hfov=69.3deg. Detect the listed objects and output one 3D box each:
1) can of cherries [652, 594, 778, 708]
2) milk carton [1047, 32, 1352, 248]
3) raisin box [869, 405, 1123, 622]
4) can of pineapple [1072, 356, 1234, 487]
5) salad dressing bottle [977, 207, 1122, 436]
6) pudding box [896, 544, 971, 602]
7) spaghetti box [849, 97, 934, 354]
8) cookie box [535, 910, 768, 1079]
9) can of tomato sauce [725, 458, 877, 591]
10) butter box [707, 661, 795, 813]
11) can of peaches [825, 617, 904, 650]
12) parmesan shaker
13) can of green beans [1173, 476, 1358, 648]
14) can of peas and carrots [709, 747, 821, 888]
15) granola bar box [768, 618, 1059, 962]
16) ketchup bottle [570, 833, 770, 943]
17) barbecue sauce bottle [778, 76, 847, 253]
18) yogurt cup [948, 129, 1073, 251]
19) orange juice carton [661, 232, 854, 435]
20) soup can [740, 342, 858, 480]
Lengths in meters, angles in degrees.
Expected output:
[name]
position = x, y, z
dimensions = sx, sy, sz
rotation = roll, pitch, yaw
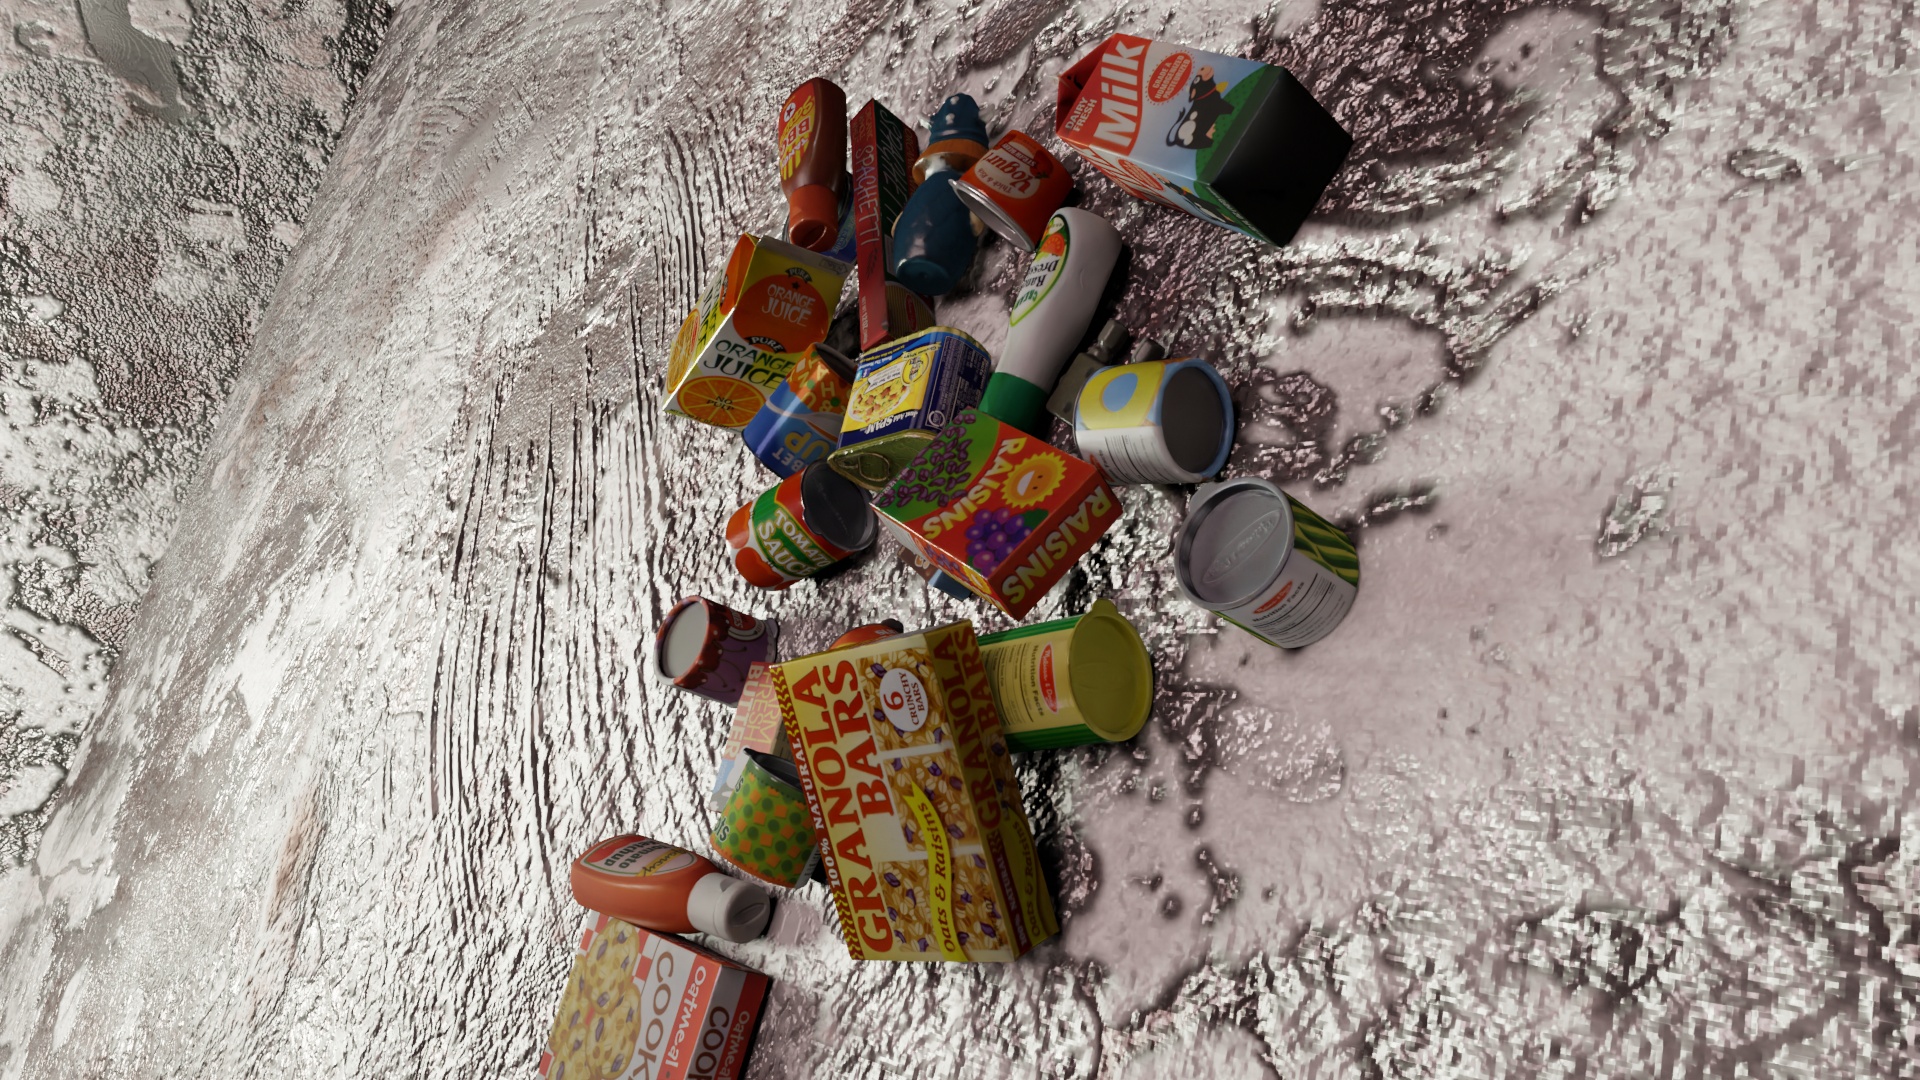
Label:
[can of cherries]
position = -0.170, 0.075, 0.962
dimensions = 0.071, 0.058, 0.072
rotation = -26, 51, 37
[milk carton]
position = 0.125, -0.239, 0.809
dimensions = 0.073, 0.072, 0.191
rotation = -58, 38, 6
[raisin box]
position = 0.018, -0.017, 0.762
dimensions = 0.086, 0.040, 0.123
rotation = -45, 38, -11
[can of pineapple]
position = 0.103, -0.064, 0.735
dimensions = 0.058, 0.071, 0.071
rotation = 0, 69, 48
[salad dressing bottle]
position = 0.051, -0.128, 0.846
dimensions = 0.064, 0.044, 0.148
rotation = 8, 74, 67
[pudding box]
position = 0.003, -0.011, 0.843
dimensions = 0.083, 0.030, 0.050
rotation = -58, 40, 6
[spaghetti box]
position = -0.050, -0.225, 1.013
dimensions = 0.028, 0.050, 0.251
rotation = -31, 47, 32
[cookie box]
position = -0.196, 0.310, 0.868
dimensions = 0.167, 0.040, 0.123
rotation = 0, 69, 49
[can of tomato sauce]
position = -0.109, -0.008, 0.936
dimensions = 0.083, 0.071, 0.071
rotation = -27, 50, 37
[butter box]
position = -0.128, 0.132, 0.910
dimensions = 0.053, 0.024, 0.104
rotation = -2, 67, 47
[can of peaches]
position = -0.042, 0.088, 0.807
dimensions = 0.058, 0.071, 0.071
rotation = 36, 96, 51
[parmesan shaker]
position = 0.039, 0.074, 0.724
dimensions = 0.103, 0.071, 0.071
rotation = -16, 58, 43
[can of green beans]
position = 0.144, 0.011, 0.652
dimensions = 0.071, 0.058, 0.071
rotation = -26, 51, 37
[can of peas and carrots]
position = -0.111, 0.166, 0.834
dimensions = 0.071, 0.071, 0.058
rotation = 25, 88, 52
[granola bar box]
position = -0.027, 0.132, 0.721
dimensions = 0.124, 0.039, 0.165
rotation = -16, 89, 42
[ketchup bottle]
position = -0.184, 0.225, 0.891
dimensions = 0.148, 0.065, 0.043
rotation = 3, 104, 41
[barbecue sauce bottle]
position = -0.113, -0.285, 1.066
dimensions = 0.064, 0.043, 0.149
rotation = -37, 45, 39
[yogurt cup]
position = 0.037, -0.231, 0.910
dimensions = 0.054, 0.072, 0.072
rotation = -51, 39, 2
[orange juice carton]
position = -0.153, -0.161, 1.035
dimensions = 0.191, 0.072, 0.073
rotation = -40, 41, 48
[soup can]
position = -0.102, -0.086, 0.976
dimensions = 0.083, 0.071, 0.071
rotation = -49, 40, 15
